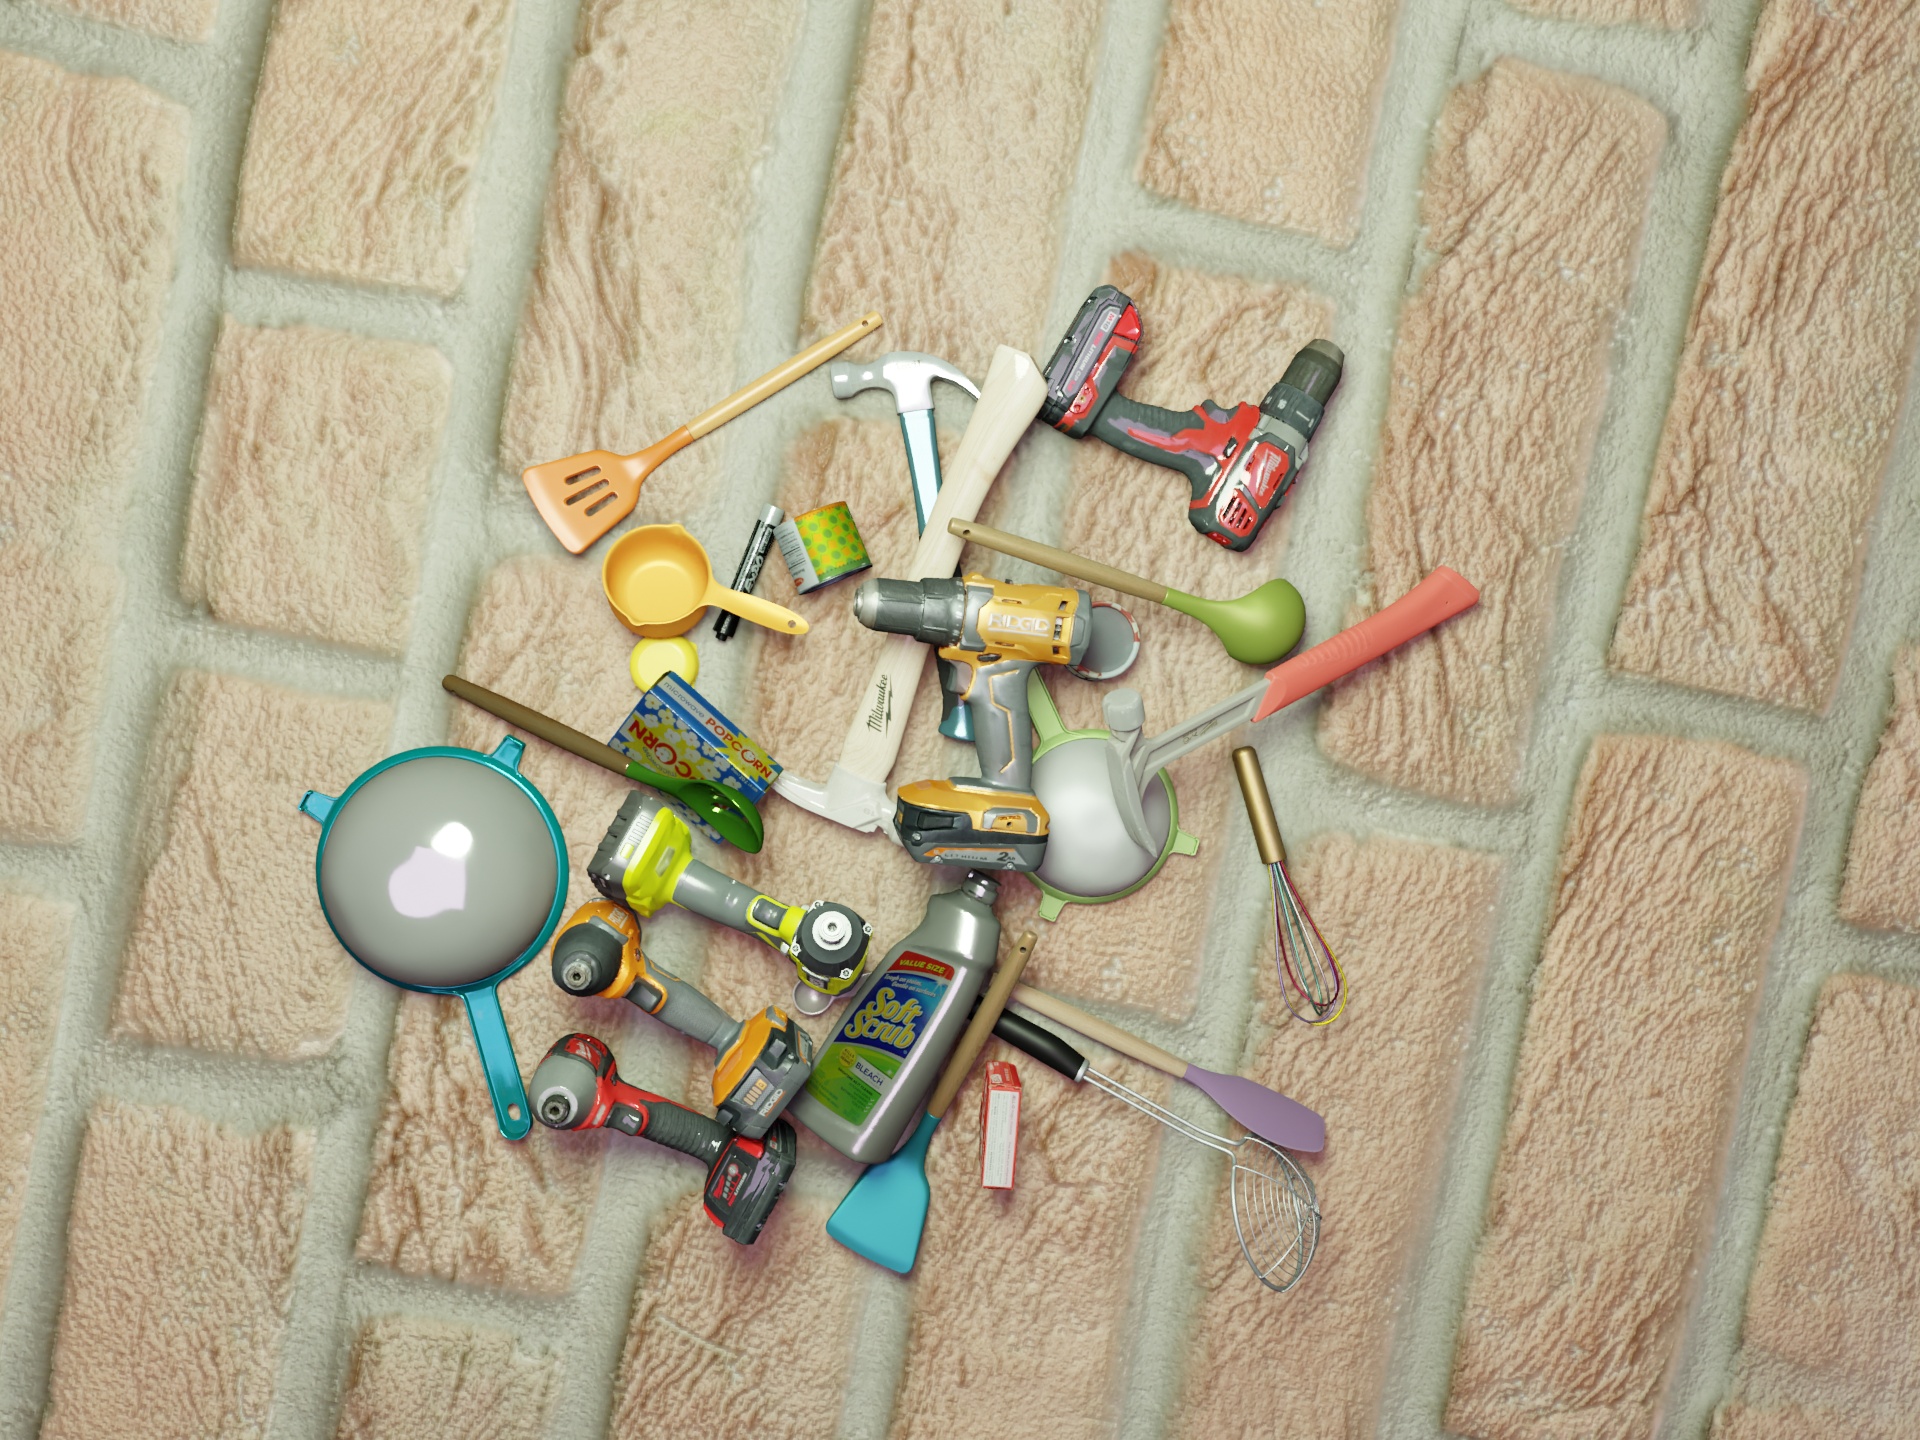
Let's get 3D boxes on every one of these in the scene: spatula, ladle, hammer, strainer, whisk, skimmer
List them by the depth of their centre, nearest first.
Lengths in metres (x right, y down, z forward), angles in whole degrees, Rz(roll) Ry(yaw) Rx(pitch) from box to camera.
[{"bbox_3d":[0.138,-0.114,1.288,0.320,0.062,0.078,16,116,-15],"label":"ladle"},{"bbox_3d":[-0.037,-0.107,1.290,0.146,0.038,0.410,22,102,4],"label":"hammer"},{"bbox_3d":[0.276,-0.027,1.299,0.359,0.037,0.149,-27,124,-17],"label":"hammer"},{"bbox_3d":[-0.418,0.190,1.303,0.211,0.095,0.340,-16,92,-1],"label":"strainer"},{"bbox_3d":[-0.204,-0.251,1.313,0.322,0.041,0.081,-32,93,-1],"label":"spatula"},{"bbox_3d":[0.090,0.036,1.324,0.151,0.069,0.256,-25,95,0],"label":"strainer"},{"bbox_3d":[-0.020,-0.143,1.330,0.128,0.033,0.331,-9,94,0],"label":"hammer"},{"bbox_3d":[-0.011,0.314,1.333,0.082,0.044,0.317,27,104,3],"label":"spatula"},{"bbox_3d":[0.145,0.347,1.347,0.363,0.127,0.090,29,124,8],"label":"skimmer"},{"bbox_3d":[0.277,0.139,1.352,0.047,0.051,0.245,-17,89,33],"label":"whisk"},{"bbox_3d":[0.168,0.289,1.358,0.316,0.060,0.018,26,124,1],"label":"spatula"}]

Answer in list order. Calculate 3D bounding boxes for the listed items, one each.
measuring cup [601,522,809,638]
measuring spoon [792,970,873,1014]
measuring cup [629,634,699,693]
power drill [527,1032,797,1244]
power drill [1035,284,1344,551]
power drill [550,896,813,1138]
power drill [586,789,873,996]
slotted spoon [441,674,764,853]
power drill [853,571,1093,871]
[{"bbox_3d":[-0.208,-0.097,1.306,0.173,0.052,0.095,20,71,-3],"label":"measuring cup"},{"bbox_3d":[-0.083,0.224,1.360,0.124,0.018,0.034,-10,99,-8],"label":"measuring spoon"},{"bbox_3d":[-0.222,-0.005,1.330,0.062,0.029,0.156,-33,91,0],"label":"measuring cup"},{"bbox_3d":[-0.247,0.333,1.295,0.219,0.143,0.078,28,89,-6],"label":"power drill"},{"bbox_3d":[0.190,-0.270,1.310,0.226,0.080,0.188,30,92,-6],"label":"power drill"},{"bbox_3d":[-0.230,0.235,1.280,0.226,0.164,0.084,38,91,-6],"label":"power drill"},{"bbox_3d":[-0.177,0.143,1.271,0.223,0.171,0.080,25,72,3],"label":"power drill"},{"bbox_3d":[-0.291,0.027,1.297,0.314,0.070,0.031,24,55,13],"label":"slotted spoon"},{"bbox_3d":[-0.002,-0.004,1.249,0.185,0.084,0.226,6,99,-13],"label":"power drill"}]
